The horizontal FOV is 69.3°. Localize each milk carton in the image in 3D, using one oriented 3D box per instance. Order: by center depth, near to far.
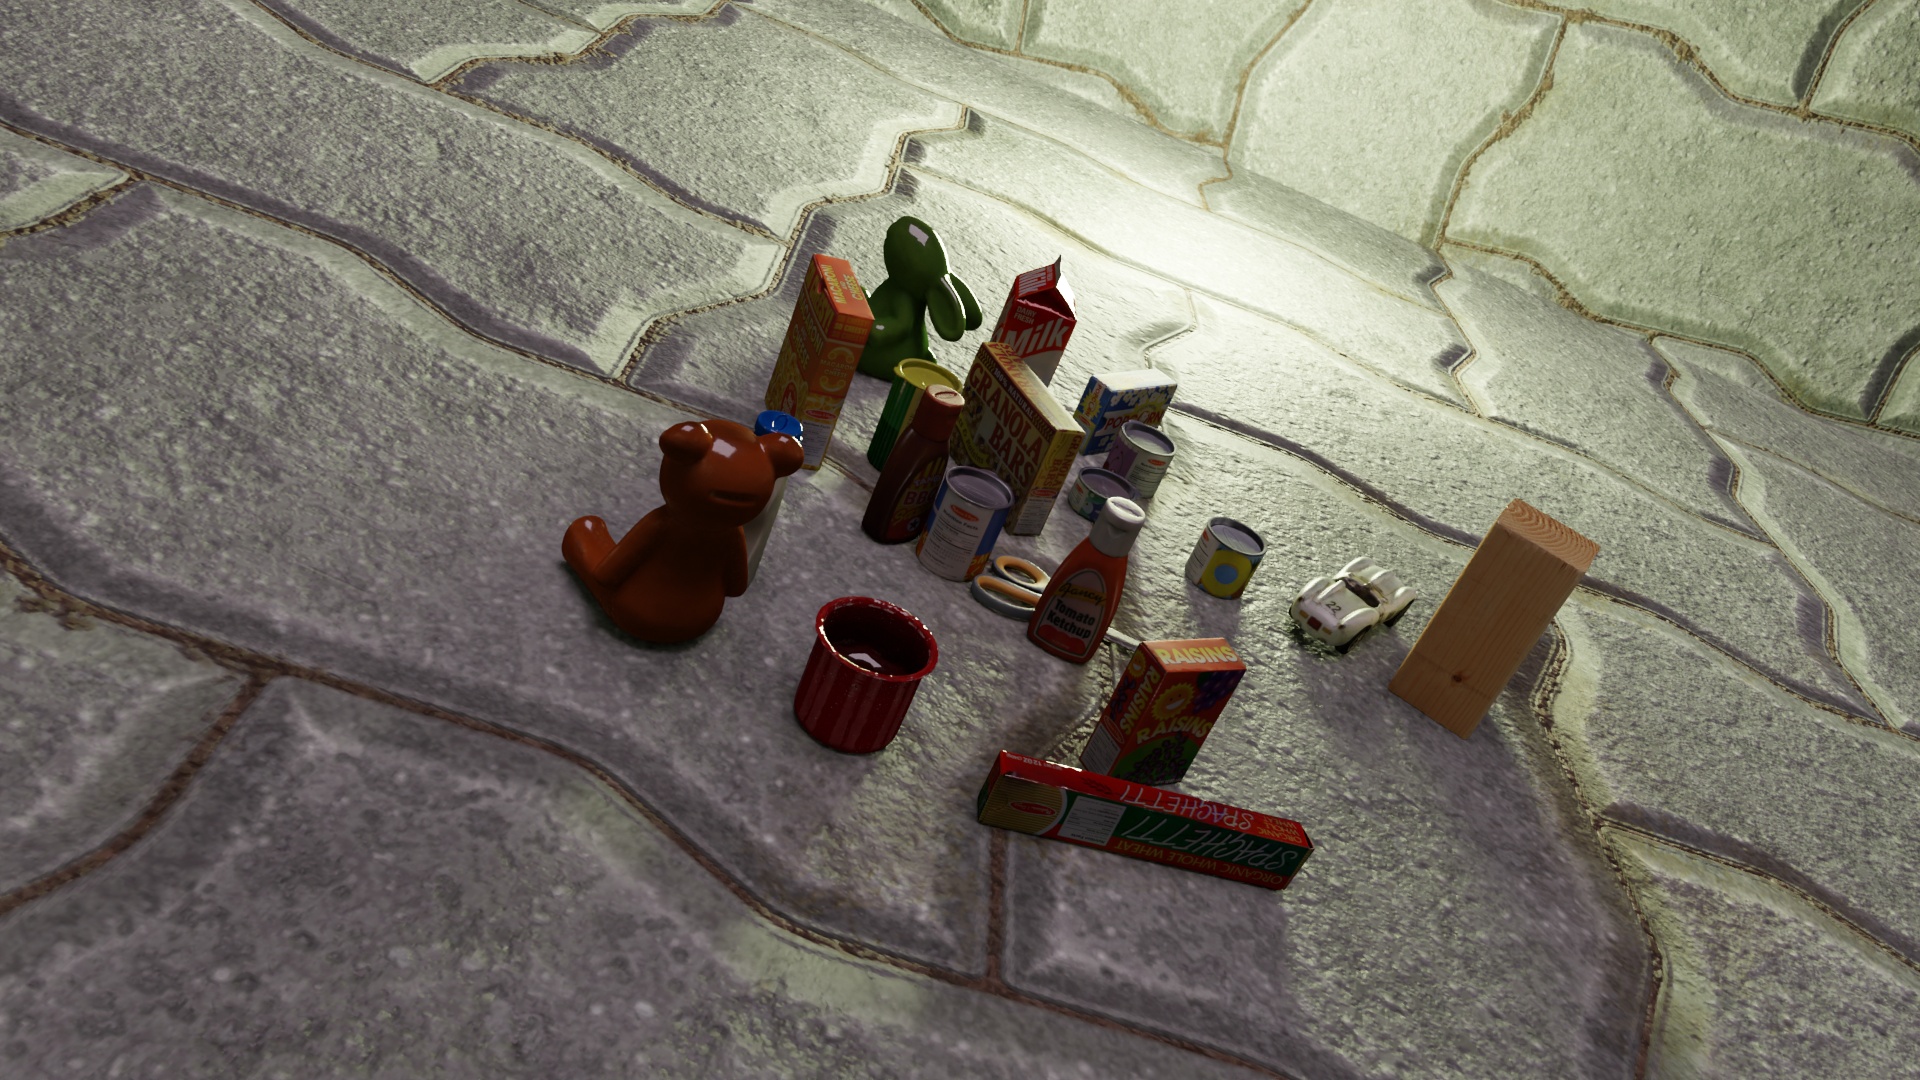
[{"bbox_3d":[0.074,-0.217,1.512,0.073,0.189,0.073,19,30,-8],"label":"milk carton"}]

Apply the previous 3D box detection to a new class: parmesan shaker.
[{"bbox_3d":[-0.048,-0.117,1.357,0.071,0.102,0.071,17,30,-10],"label":"parmesan shaker"}]

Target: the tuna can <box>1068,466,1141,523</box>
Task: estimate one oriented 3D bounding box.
[{"bbox_3d":[0.150,-0.045,1.447,0.071,0.032,0.071,17,30,-10],"label":"tuna can"}]

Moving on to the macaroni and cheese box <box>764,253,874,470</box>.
[{"bbox_3d":[-0.137,-0.169,1.316,0.040,0.165,0.124,9,33,-24],"label":"macaroni and cheese box"}]

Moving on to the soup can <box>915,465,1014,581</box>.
[{"bbox_3d":[0.004,-0.016,1.250,0.071,0.083,0.072,17,30,-10],"label":"soup can"}]

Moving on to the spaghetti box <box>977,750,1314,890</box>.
[{"bbox_3d":[0.136,0.207,1.018,0.250,0.050,0.029,15,31,-13],"label":"spaghetti box"}]

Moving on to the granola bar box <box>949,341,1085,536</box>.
[{"bbox_3d":[0.048,-0.102,1.378,0.039,0.123,0.166,2,36,-33],"label":"granola bar box"}]

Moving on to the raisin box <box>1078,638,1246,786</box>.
[{"bbox_3d":[0.156,0.134,1.076,0.086,0.122,0.040,2,36,-33],"label":"raisin box"}]

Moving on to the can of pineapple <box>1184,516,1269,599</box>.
[{"bbox_3d":[0.269,0.018,1.403,0.071,0.057,0.071,17,30,-10],"label":"can of pineapple"}]

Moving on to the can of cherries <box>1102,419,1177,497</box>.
[{"bbox_3d":[0.195,-0.090,1.524,0.071,0.058,0.072,17,30,-10],"label":"can of cherries"}]

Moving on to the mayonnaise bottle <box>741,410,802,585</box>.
[{"bbox_3d":[-0.163,-0.032,1.098,0.041,0.147,0.065,21,30,-4],"label":"mayonnaise bottle"}]

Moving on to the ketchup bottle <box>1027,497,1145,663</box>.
[{"bbox_3d":[0.111,0.032,1.182,0.065,0.148,0.044,26,30,5],"label":"ketchup bottle"}]

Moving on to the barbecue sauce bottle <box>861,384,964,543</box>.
[{"bbox_3d":[-0.039,-0.068,1.239,0.065,0.147,0.044,-14,46,-47],"label":"barbecue sauce bottle"}]

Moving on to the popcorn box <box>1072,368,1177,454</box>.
[{"bbox_3d":[0.183,-0.147,1.581,0.127,0.084,0.038,-12,45,-45],"label":"popcorn box"}]
